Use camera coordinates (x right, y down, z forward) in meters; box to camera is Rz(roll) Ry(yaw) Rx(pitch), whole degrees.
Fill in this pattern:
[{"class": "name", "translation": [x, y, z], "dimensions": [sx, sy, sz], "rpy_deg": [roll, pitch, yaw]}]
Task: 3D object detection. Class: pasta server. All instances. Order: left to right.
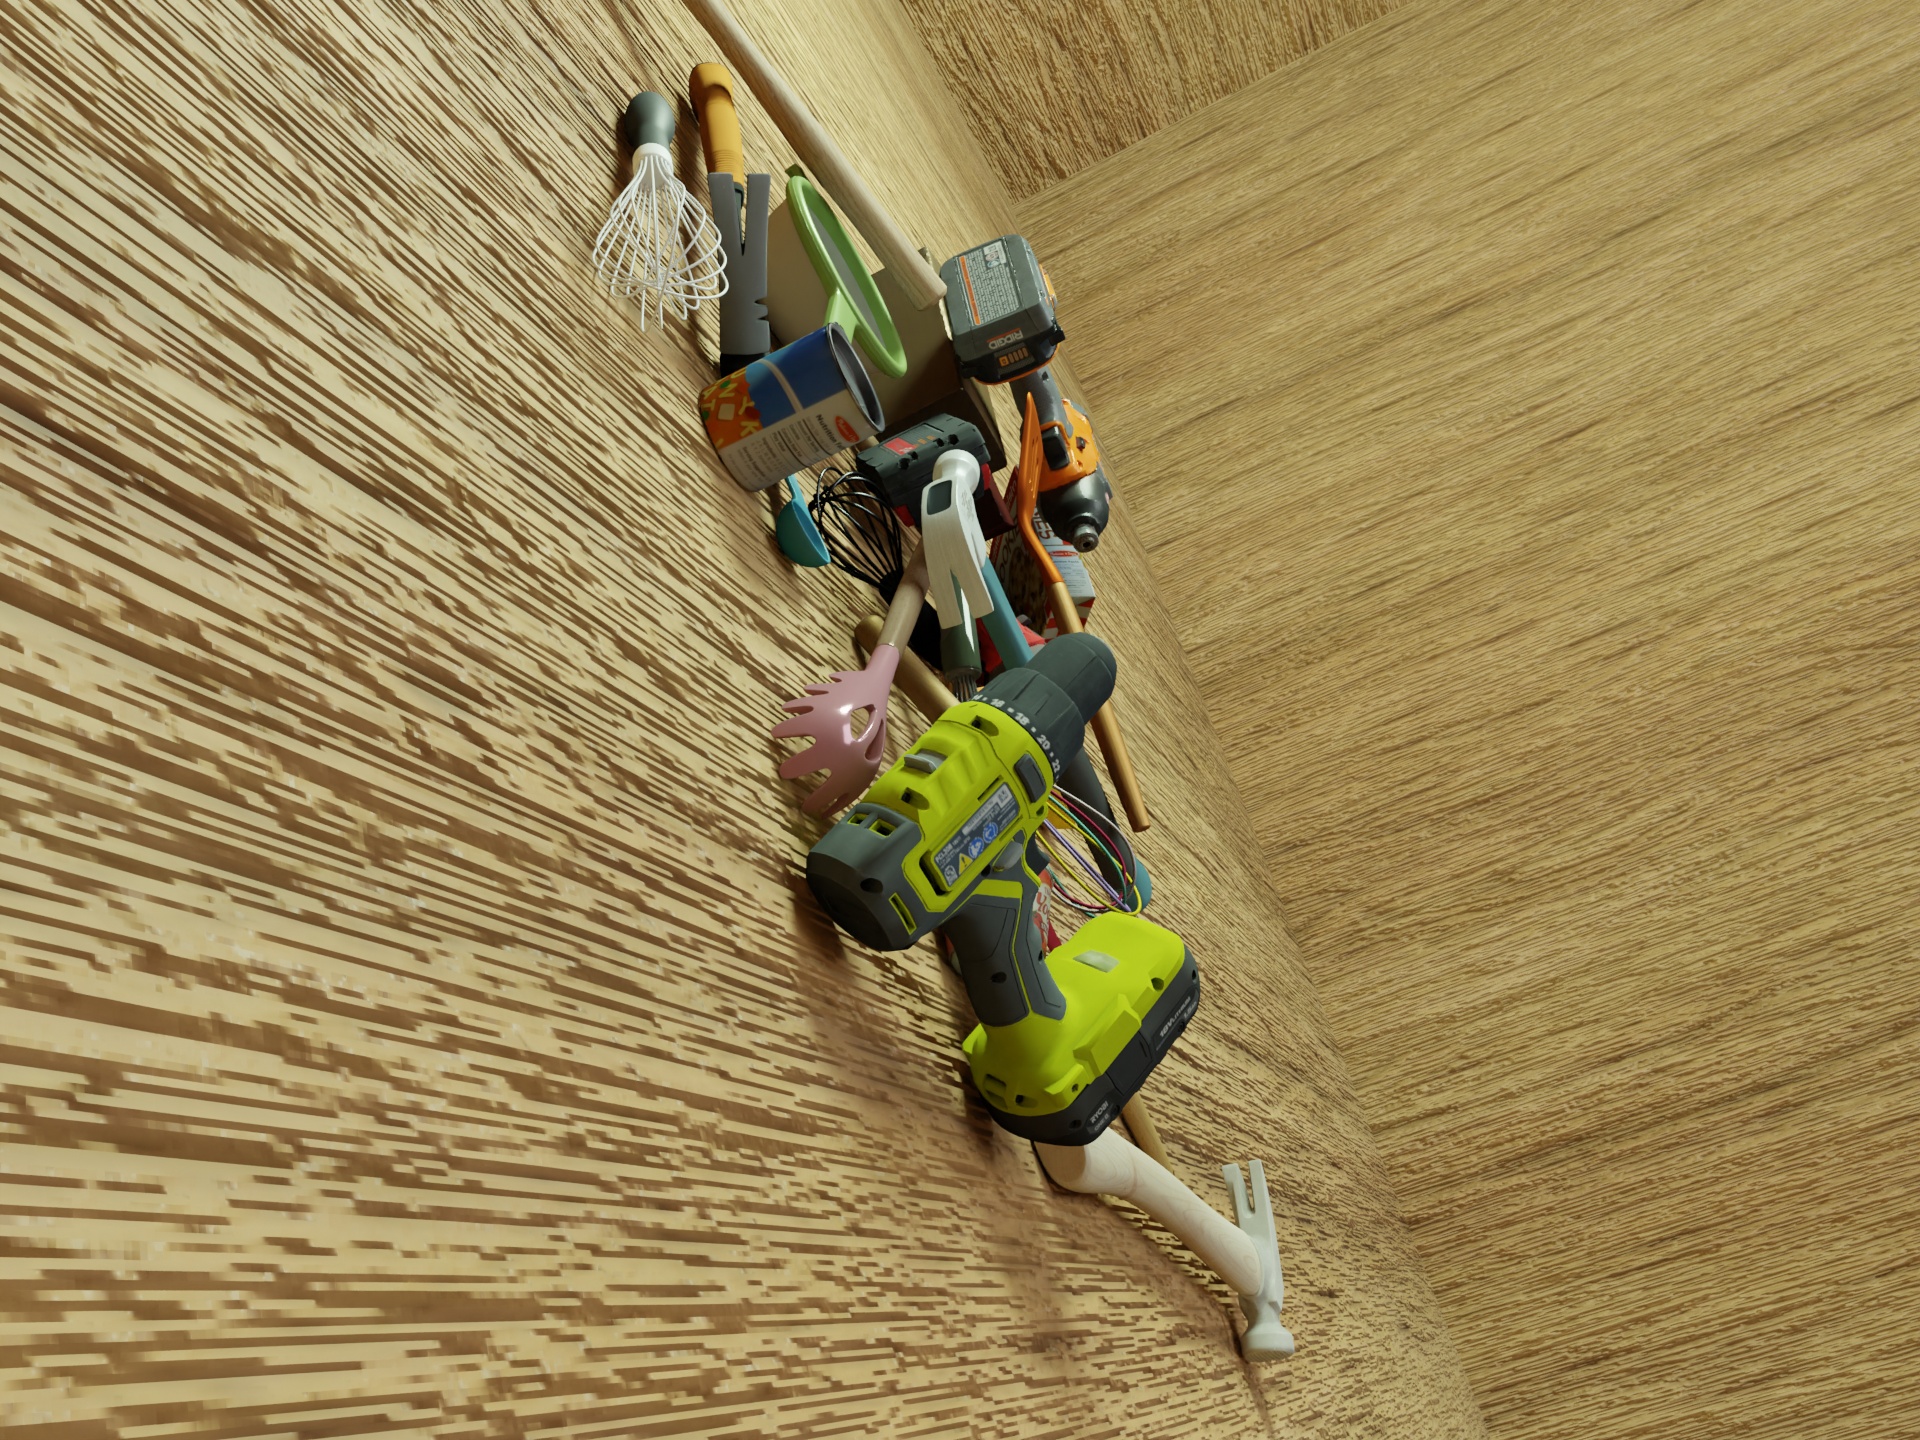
[{"class": "pasta server", "translation": [-0.044, -0.045, 0.897], "dimensions": [0.060, 0.040, 0.316], "rpy_deg": [61, 20, -22]}]

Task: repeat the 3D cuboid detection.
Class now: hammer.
[{"class": "hammer", "translation": [-0.150, -0.352, 1.015], "dimensions": [0.337, 0.034, 0.127], "rpy_deg": [-105, -166, -47]}, {"class": "hammer", "translation": [-0.121, -0.423, 1.102], "dimensions": [0.331, 0.031, 0.130], "rpy_deg": [49, 12, -19]}, {"class": "hammer", "translation": [0.054, -0.008, 1.032], "dimensions": [0.128, 0.033, 0.330], "rpy_deg": [-80, 147, -57]}, {"class": "hammer", "translation": [0.142, 0.316, 1.060], "dimensions": [0.410, 0.038, 0.146], "rpy_deg": [48, 31, -50]}]

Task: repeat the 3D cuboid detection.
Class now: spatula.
[{"class": "spatula", "translation": [0.082, -0.075, 1.109], "dimensions": [0.081, 0.041, 0.323], "rpy_deg": [63, 9, -70]}]

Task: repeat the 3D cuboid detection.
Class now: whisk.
[{"class": "whisk", "translation": [-0.170, -0.294, 0.880], "dimensions": [0.070, 0.070, 0.285], "rpy_deg": [56, 11, -38]}, {"class": "whisk", "translation": [-0.044, -0.091, 1.047], "dimensions": [0.238, 0.055, 0.055], "rpy_deg": [53, 18, -59]}, {"class": "whisk", "translation": [0.001, -0.021, 1.016], "dimensions": [0.058, 0.059, 0.246], "rpy_deg": [138, -51, -58]}, {"class": "whisk", "translation": [0.021, 0.027, 0.954], "dimensions": [0.245, 0.047, 0.051], "rpy_deg": [47, -34, 15]}]

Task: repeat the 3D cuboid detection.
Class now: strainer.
[{"class": "strainer", "translation": [-0.100, -0.265, 1.054], "dimensions": [0.151, 0.069, 0.257], "rpy_deg": [58, 15, -27]}]

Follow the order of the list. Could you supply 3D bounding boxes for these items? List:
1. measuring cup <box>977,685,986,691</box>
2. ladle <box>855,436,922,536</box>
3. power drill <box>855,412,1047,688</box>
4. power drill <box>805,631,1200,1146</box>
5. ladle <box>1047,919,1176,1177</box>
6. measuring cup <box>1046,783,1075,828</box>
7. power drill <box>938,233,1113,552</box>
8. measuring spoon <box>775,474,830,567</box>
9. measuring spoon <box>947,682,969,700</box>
[{"class": "measuring cup", "translation": [0.022, -0.023, 1.083], "dimensions": [0.095, 0.052, 0.173], "rpy_deg": [-38, 119, -75]}, {"class": "ladle", "translation": [-0.007, -0.108, 1.252], "dimensions": [0.319, 0.062, 0.078], "rpy_deg": [52, 12, -27]}, {"class": "power drill", "translation": [0.010, -0.104, 1.152], "dimensions": [0.219, 0.078, 0.143], "rpy_deg": [64, -5, -20]}, {"class": "power drill", "translation": [0.040, 0.086, 0.806], "dimensions": [0.080, 0.190, 0.228], "rpy_deg": [15, -38, 46]}, {"class": "ladle", "translation": [0.088, 0.202, 1.101], "dimensions": [0.315, 0.031, 0.069], "rpy_deg": [65, 18, -16]}, {"class": "measuring cup", "translation": [0.070, 0.015, 1.242], "dimensions": [0.062, 0.029, 0.156], "rpy_deg": [-91, 174, -64]}, {"class": "power drill", "translation": [0.062, -0.246, 1.253], "dimensions": [0.226, 0.084, 0.164], "rpy_deg": [60, 14, -46]}, {"class": "measuring spoon", "translation": [-0.106, -0.132, 0.941], "dimensions": [0.042, 0.021, 0.129], "rpy_deg": [53, 9, -46]}, {"class": "measuring spoon", "translation": [-0.002, -0.003, 1.038], "dimensions": [0.011, 0.021, 0.117], "rpy_deg": [98, -5, -73]}]
